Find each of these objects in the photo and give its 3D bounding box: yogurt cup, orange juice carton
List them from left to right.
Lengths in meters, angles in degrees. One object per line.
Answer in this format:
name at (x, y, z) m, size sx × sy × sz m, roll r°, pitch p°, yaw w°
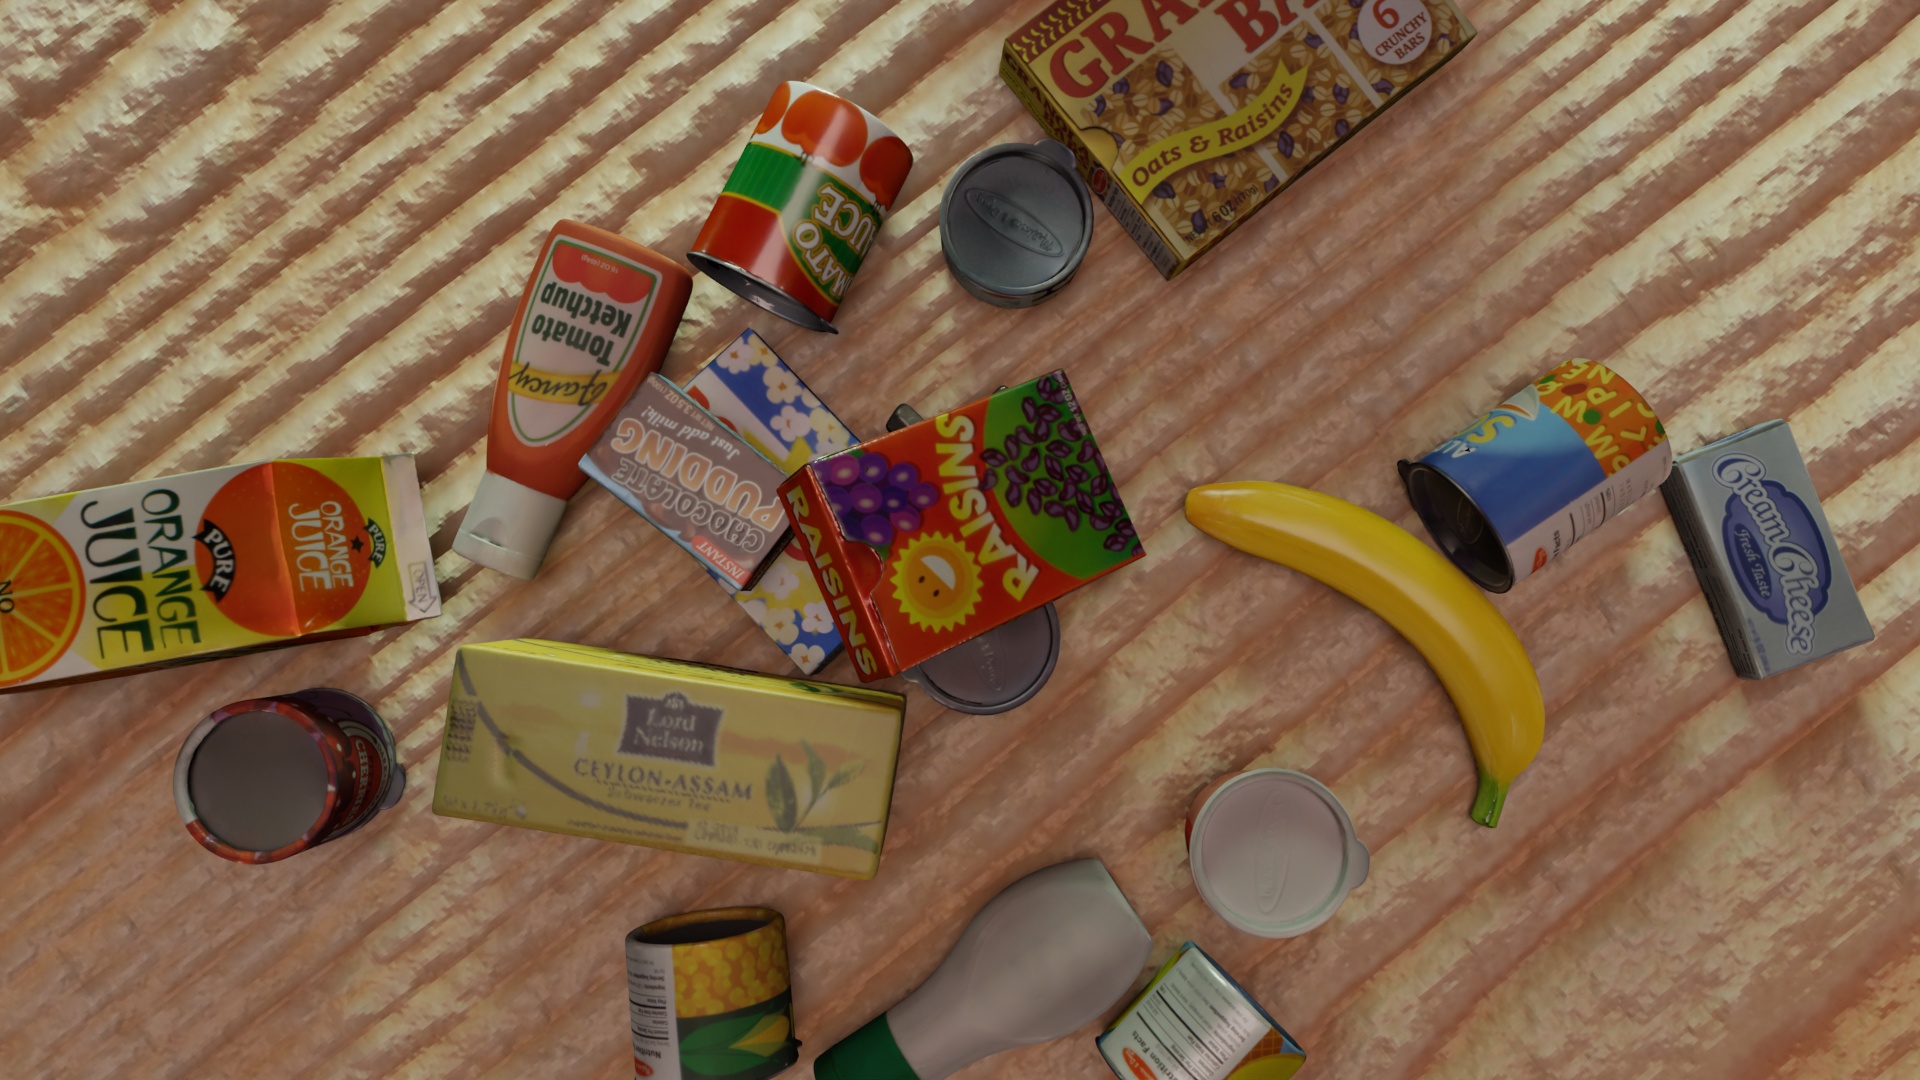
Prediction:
orange juice carton at (-0.314, 0.014, 0.569) m, size 0.193 × 0.073 × 0.072 m, roll -10°, pitch 87°, yaw -2°
yogurt cup at (0.126, 0.127, 0.581) m, size 0.072 × 0.054 × 0.072 m, roll 0°, pitch 87°, yaw -1°

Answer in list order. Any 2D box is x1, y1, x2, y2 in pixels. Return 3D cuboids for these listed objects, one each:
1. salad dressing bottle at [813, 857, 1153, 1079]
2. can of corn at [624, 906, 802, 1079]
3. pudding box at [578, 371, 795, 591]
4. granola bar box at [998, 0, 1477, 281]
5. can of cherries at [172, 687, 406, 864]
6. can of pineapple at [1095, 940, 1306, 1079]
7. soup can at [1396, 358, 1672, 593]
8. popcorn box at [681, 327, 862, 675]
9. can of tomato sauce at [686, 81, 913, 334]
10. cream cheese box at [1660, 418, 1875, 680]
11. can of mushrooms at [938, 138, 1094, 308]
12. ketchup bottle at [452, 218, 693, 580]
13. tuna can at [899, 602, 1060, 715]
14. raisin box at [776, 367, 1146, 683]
salad dressing bottle at (0.009, 0.192, 0.582) m, size 0.148 × 0.044 × 0.064 m, roll -33°, pitch 90°, yaw -2°
can of corn at (-0.100, 0.186, 0.569) m, size 0.071 × 0.071 × 0.058 m, roll -6°, pitch 87°, yaw -1°
pudding box at (-0.104, -0.023, 0.558) m, size 0.084 × 0.030 × 0.049 m, roll 38°, pitch 88°, yaw 2°
granola bar box at (0.119, -0.214, 0.608) m, size 0.165 × 0.039 × 0.124 m, roll -38°, pitch 88°, yaw -3°
can of cherries at (-0.274, 0.096, 0.573) m, size 0.071 × 0.058 × 0.071 m, roll 0°, pitch 87°, yaw -1°
can of pineapple at (0.099, 0.209, 0.572) m, size 0.071 × 0.071 × 0.058 m, roll 44°, pitch 87°, yaw 1°
soup can at (0.241, -0.030, 0.587) m, size 0.084 × 0.071 × 0.071 m, roll -34°, pitch 88°, yaw -3°
popcorn box at (-0.076, -0.016, 0.593) m, size 0.085 × 0.038 × 0.127 m, roll -44°, pitch 89°, yaw -3°
can of tomato sauce at (-0.065, -0.139, 0.585) m, size 0.071 × 0.071 × 0.083 m, roll 27°, pitch 86°, yaw 0°
cream cheese box at (0.351, 0.005, 0.607) m, size 0.053 × 0.024 × 0.104 m, roll -20°, pitch 87°, yaw -3°
can of mushrooms at (0.025, -0.138, 0.604) m, size 0.071 × 0.033 × 0.071 m, roll 0°, pitch 87°, yaw 0°
ketchup bottle at (-0.170, -0.058, 0.591) m, size 0.065 × 0.043 × 0.149 m, roll 22°, pitch 87°, yaw 3°
tuna can at (0.006, 0.042, 0.594) m, size 0.071 × 0.033 × 0.071 m, roll 0°, pitch 87°, yaw -1°
raisin box at (0.002, -0.007, 0.547) m, size 0.124 × 0.040 × 0.086 m, roll -23°, pitch 90°, yaw -28°
